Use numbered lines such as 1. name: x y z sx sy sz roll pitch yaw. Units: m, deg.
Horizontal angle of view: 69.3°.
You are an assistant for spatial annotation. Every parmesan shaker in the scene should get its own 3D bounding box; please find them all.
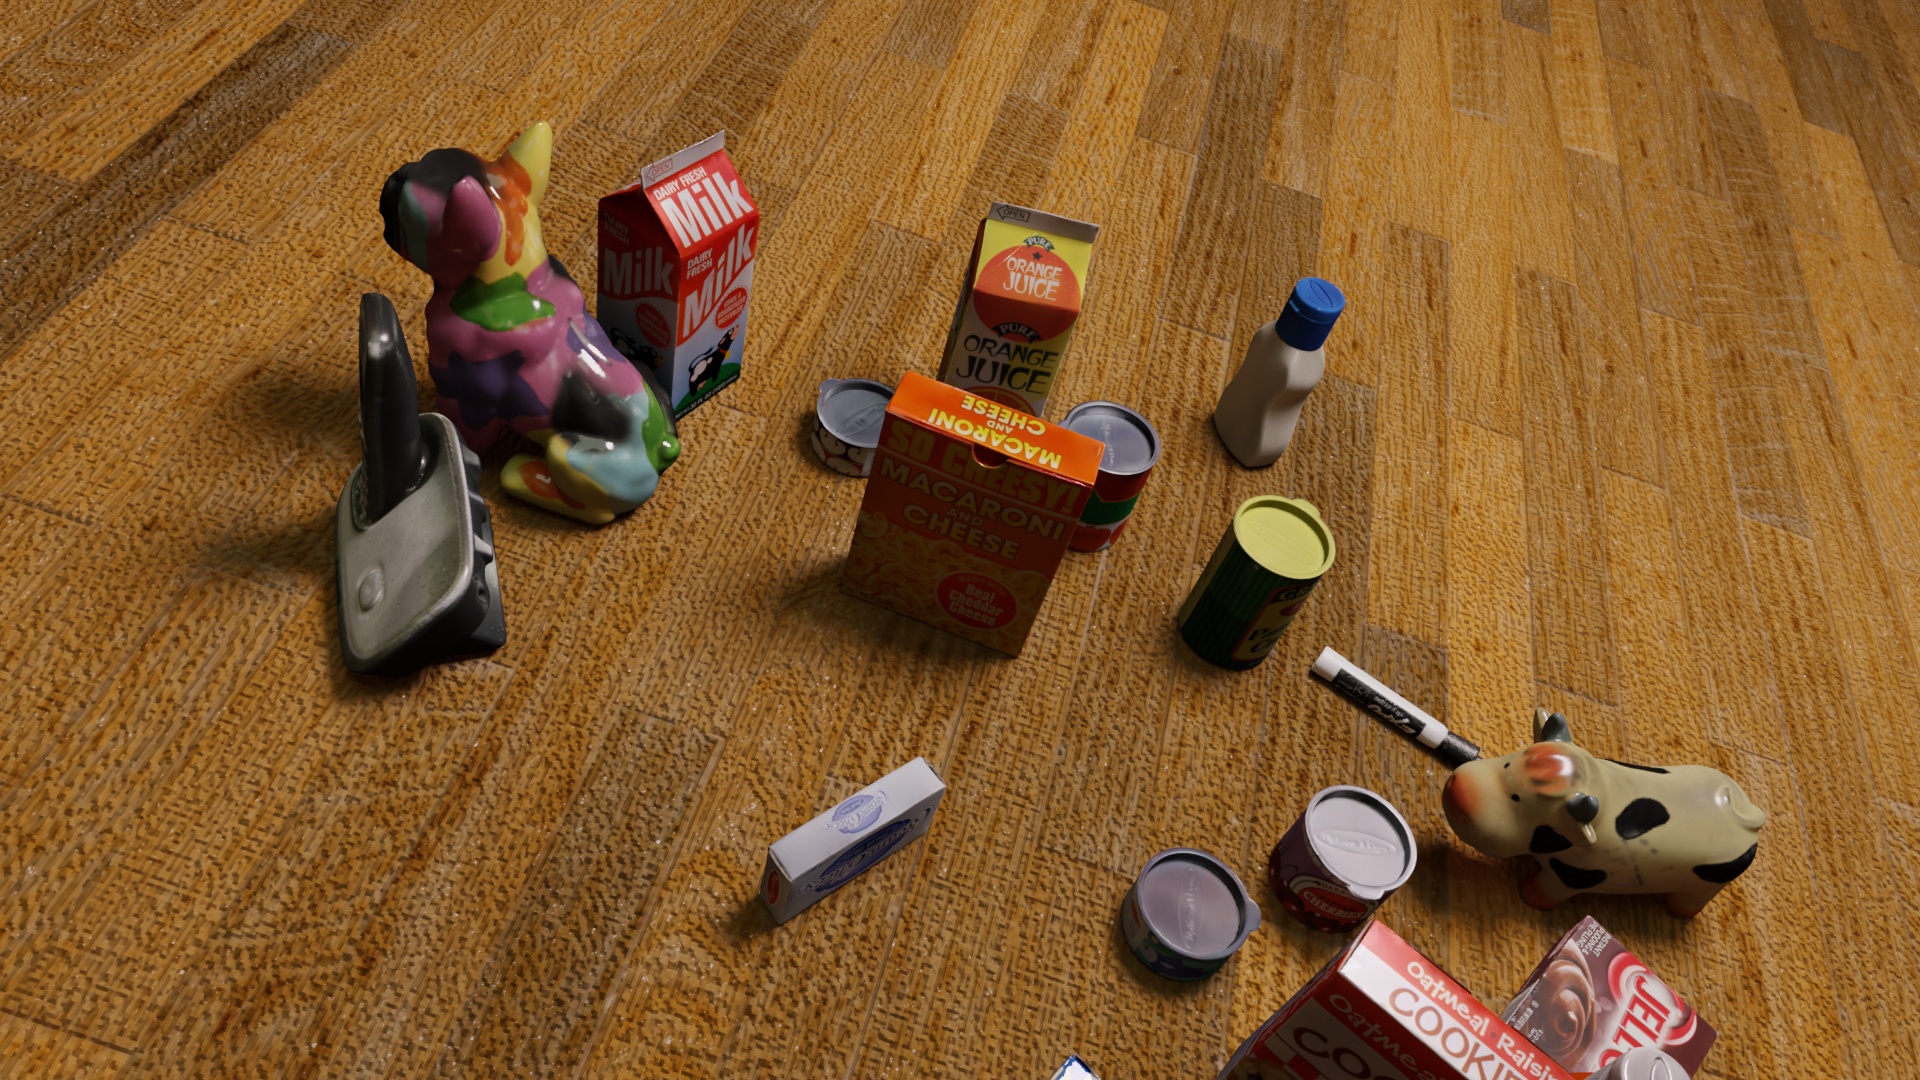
1. parmesan shaker: 0.190 0.027 0.894 0.071 0.102 0.072 8 49 -9

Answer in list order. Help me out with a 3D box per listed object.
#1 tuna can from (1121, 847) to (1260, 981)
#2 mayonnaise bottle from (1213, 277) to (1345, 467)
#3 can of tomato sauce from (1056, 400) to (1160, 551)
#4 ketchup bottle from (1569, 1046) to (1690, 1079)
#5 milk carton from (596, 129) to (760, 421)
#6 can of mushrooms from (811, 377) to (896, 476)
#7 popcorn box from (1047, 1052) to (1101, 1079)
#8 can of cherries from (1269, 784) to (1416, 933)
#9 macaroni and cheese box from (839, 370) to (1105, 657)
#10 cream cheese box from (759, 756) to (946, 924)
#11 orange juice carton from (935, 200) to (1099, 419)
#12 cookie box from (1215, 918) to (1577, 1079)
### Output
1. tuna can: 0.127 0.208 0.770 0.071 0.032 0.071 8 49 -9
2. mayonnaise bottle: 0.231 -0.122 1.002 0.041 0.147 0.065 -9 54 -23
3. can of tomato sauce: 0.088 -0.042 0.936 0.071 0.082 0.071 8 49 -9
4. ketchup bottle: 0.296 0.289 0.673 0.043 0.148 0.065 22 48 3
5. milk carton: -0.184 -0.174 0.897 0.073 0.189 0.073 36 51 15
6. can of mushrooms: -0.070 -0.079 0.955 0.071 0.033 0.071 8 49 -9
7. popcorn box: 0.016 0.301 0.623 0.038 0.084 0.127 39 51 17
8. can of cherries: 0.218 0.185 0.798 0.071 0.058 0.072 8 49 -9
9. macaroni and cheese box: 0.003 -0.010 0.829 0.124 0.165 0.040 20 48 1
10. cream cheese box: -0.058 0.159 0.743 0.104 0.053 0.024 -27 62 -33
11. orange juice carton: 0.033 -0.144 0.933 0.072 0.191 0.073 12 49 -7
12. cookie box: 0.202 0.263 0.654 0.123 0.166 0.040 38 51 16
